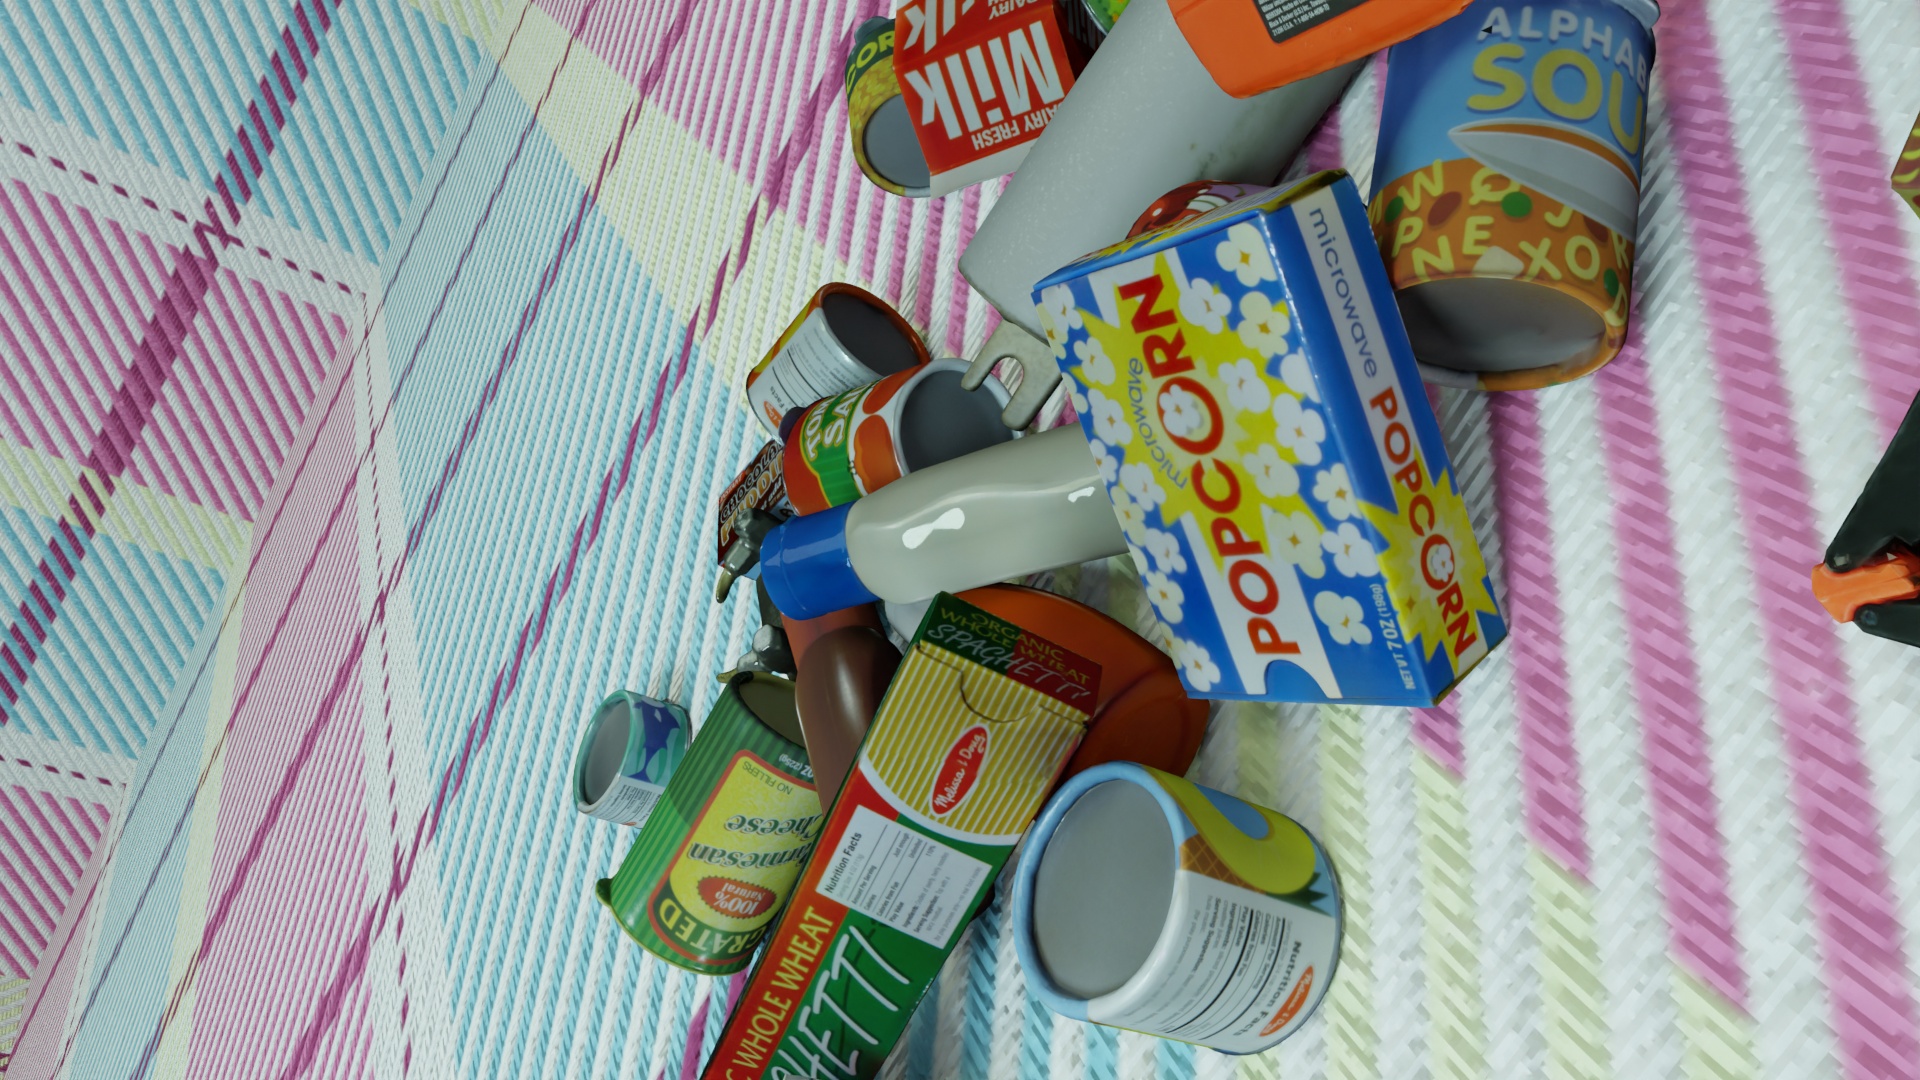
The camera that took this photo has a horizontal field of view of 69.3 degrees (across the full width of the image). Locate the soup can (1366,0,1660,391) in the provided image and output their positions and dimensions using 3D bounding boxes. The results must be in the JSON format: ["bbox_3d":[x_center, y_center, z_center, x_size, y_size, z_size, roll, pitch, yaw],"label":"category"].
[{"bbox_3d":[0.140,-0.090,0.355,0.071,0.071,0.084,-11,61,53],"label":"soup can"}]

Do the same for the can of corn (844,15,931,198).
[{"bbox_3d":[-0.023,-0.211,0.674,0.071,0.071,0.058,-42,40,34],"label":"can of corn"}]

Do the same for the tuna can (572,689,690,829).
[{"bbox_3d":[-0.169,0.109,0.710,0.070,0.033,0.071,-33,44,41],"label":"tuna can"}]

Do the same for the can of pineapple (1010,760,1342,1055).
[{"bbox_3d":[0.055,0.096,0.366,0.070,0.058,0.071,-35,43,41],"label":"can of pineapple"}]

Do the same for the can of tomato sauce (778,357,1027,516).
[{"bbox_3d":[-0.024,-0.035,0.558,0.083,0.071,0.071,-10,61,53],"label":"can of tomato sauce"}]

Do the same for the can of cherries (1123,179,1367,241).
[{"bbox_3d":[0.086,-0.075,0.420,0.071,0.071,0.058,-63,31,5],"label":"can of cherries"}]

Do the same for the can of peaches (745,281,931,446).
[{"bbox_3d":[-0.054,-0.076,0.636,0.057,0.071,0.071,-45,37,31],"label":"can of peaches"}]

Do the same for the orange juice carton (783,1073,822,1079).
[{"bbox_3d":[-0.039,0.254,0.384,0.073,0.072,0.193,-20,54,49],"label":"orange juice carton"}]

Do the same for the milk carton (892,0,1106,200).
[{"bbox_3d":[0.020,-0.224,0.597,0.072,0.073,0.191,-14,54,23],"label":"milk carton"}]

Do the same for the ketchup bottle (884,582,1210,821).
[{"bbox_3d":[0.019,0.043,0.467,0.064,0.043,0.149,-55,32,0],"label":"ketchup bottle"}]

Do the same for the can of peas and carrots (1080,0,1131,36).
[{"bbox_3d":[0.083,-0.228,0.529,0.058,0.071,0.071,-24,51,47],"label":"can of peas and carrots"}]

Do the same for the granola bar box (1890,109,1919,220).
[{"bbox_3d":[0.257,-0.125,0.232,0.124,0.039,0.165,23,89,58],"label":"granola bar box"}]

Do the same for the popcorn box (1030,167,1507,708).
[{"bbox_3d":[0.077,-0.022,0.359,0.038,0.126,0.085,-30,13,-34],"label":"popcorn box"}]

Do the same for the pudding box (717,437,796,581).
[{"bbox_3d":[-0.085,-0.023,0.678,0.083,0.030,0.050,-42,38,33],"label":"pudding box"}]

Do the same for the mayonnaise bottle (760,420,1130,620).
[{"bbox_3d":[0.002,-0.006,0.471,0.148,0.041,0.065,-16,19,26],"label":"mayonnaise bottle"}]

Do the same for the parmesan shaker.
[{"bbox_3d":[-0.090,0.111,0.556,0.103,0.071,0.071,-59,32,10],"label":"parmesan shaker"}]

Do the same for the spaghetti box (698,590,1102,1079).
[{"bbox_3d":[-0.032,0.121,0.422,0.029,0.050,0.248,-65,1,-57],"label":"spaghetti box"}]

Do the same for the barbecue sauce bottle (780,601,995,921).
[{"bbox_3d":[-0.033,0.069,0.502,0.043,0.064,0.149,-33,42,7],"label":"barbecue sauce bottle"}]
